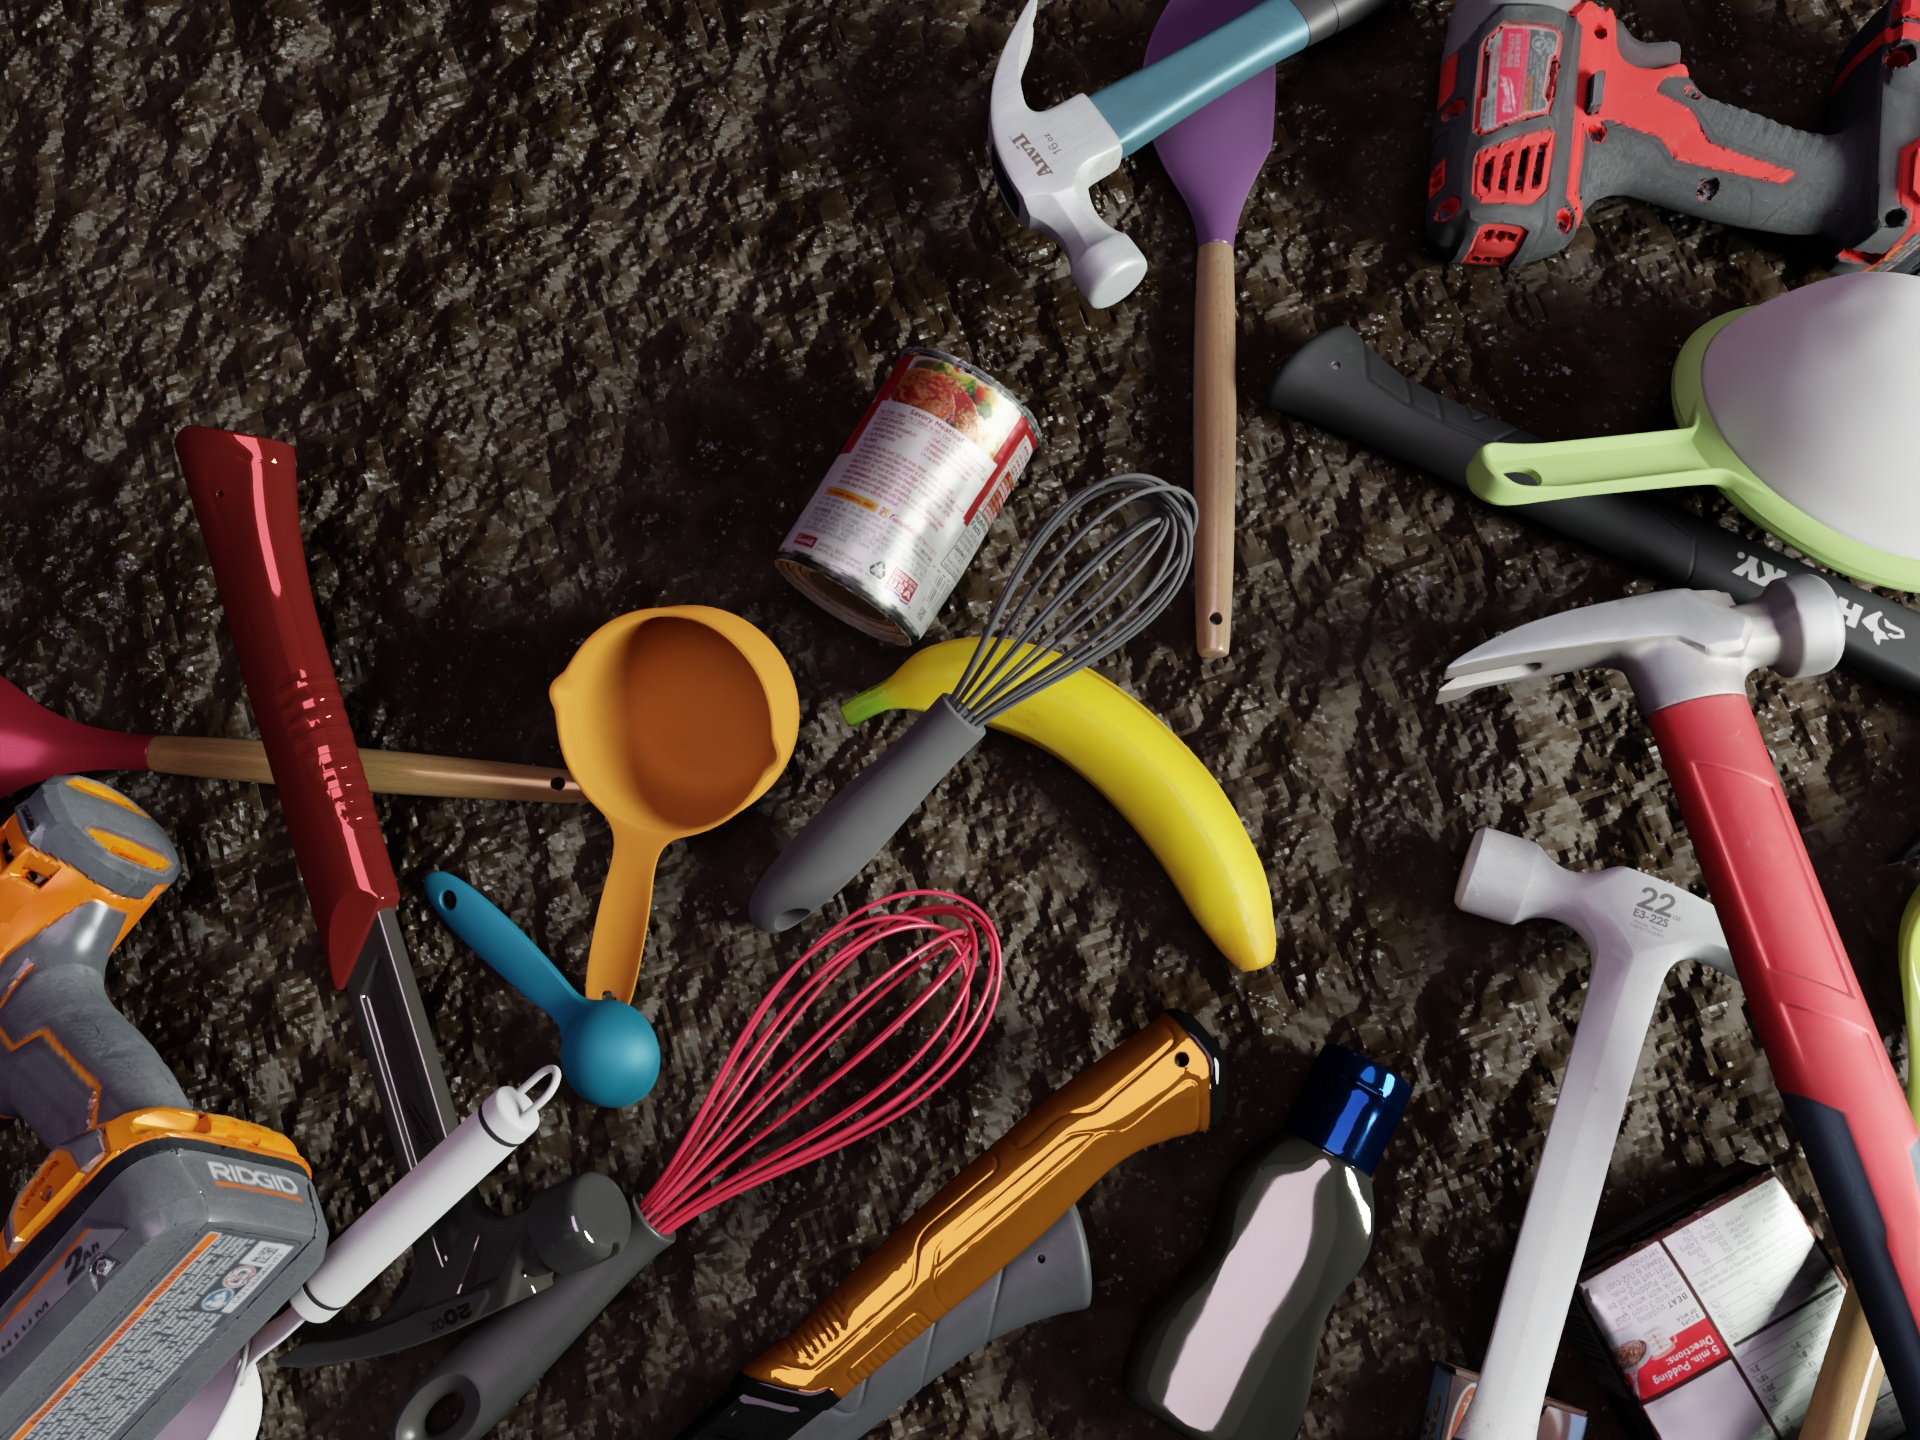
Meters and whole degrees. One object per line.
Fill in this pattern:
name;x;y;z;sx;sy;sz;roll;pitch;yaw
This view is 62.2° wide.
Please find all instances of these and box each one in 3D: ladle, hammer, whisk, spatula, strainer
ladle;-0.305;0.017;0.653;0.315;0.031;0.069;4;78;2
hammer;-0.047;0.211;0.558;0.337;0.034;0.127;-38;78;-7
whisk;-0.001;-0.002;0.601;0.239;0.055;0.055;-46;78;14
hammer;0.279;-0.070;0.641;0.335;0.035;0.146;27;79;8
spatula;0.107;-0.179;0.683;0.060;0.018;0.316;1;76;2
strainer;-0.226;0.205;0.550;0.258;0.087;0.050;-43;119;10
ladle;0.323;0.178;0.537;0.078;0.062;0.320;34;67;0
whisk;-0.099;0.172;0.592;0.296;0.073;0.073;-43;79;-1
hammer;0.275;0.132;0.519;0.143;0.038;0.387;-11;64;4
hammer;-0.124;0.294;0.575;0.409;0.036;0.149;-33;77;-6
hammer;0.186;0.234;0.527;0.144;0.035;0.406;18;68;19
strainer;0.306;-0.118;0.584;0.256;0.069;0.152;-8;57;-19
hammer;-0.243;0.054;0.606;0.149;0.036;0.359;-26;77;19
hammer;0.155;-0.310;0.693;0.331;0.033;0.128;-33;78;-9

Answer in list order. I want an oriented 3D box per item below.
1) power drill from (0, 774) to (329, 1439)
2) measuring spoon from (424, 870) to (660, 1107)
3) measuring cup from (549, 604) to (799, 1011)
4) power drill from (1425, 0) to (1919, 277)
power drill;-0.331;0.144;0.565;0.164;0.084;0.227;-46;54;1
measuring spoon;-0.171;0.104;0.622;0.129;0.021;0.042;39;107;14
measuring cup;-0.117;0.038;0.633;0.095;0.052;0.173;16;103;8
power drill;0.310;-0.258;0.659;0.219;0.078;0.143;6;86;7
